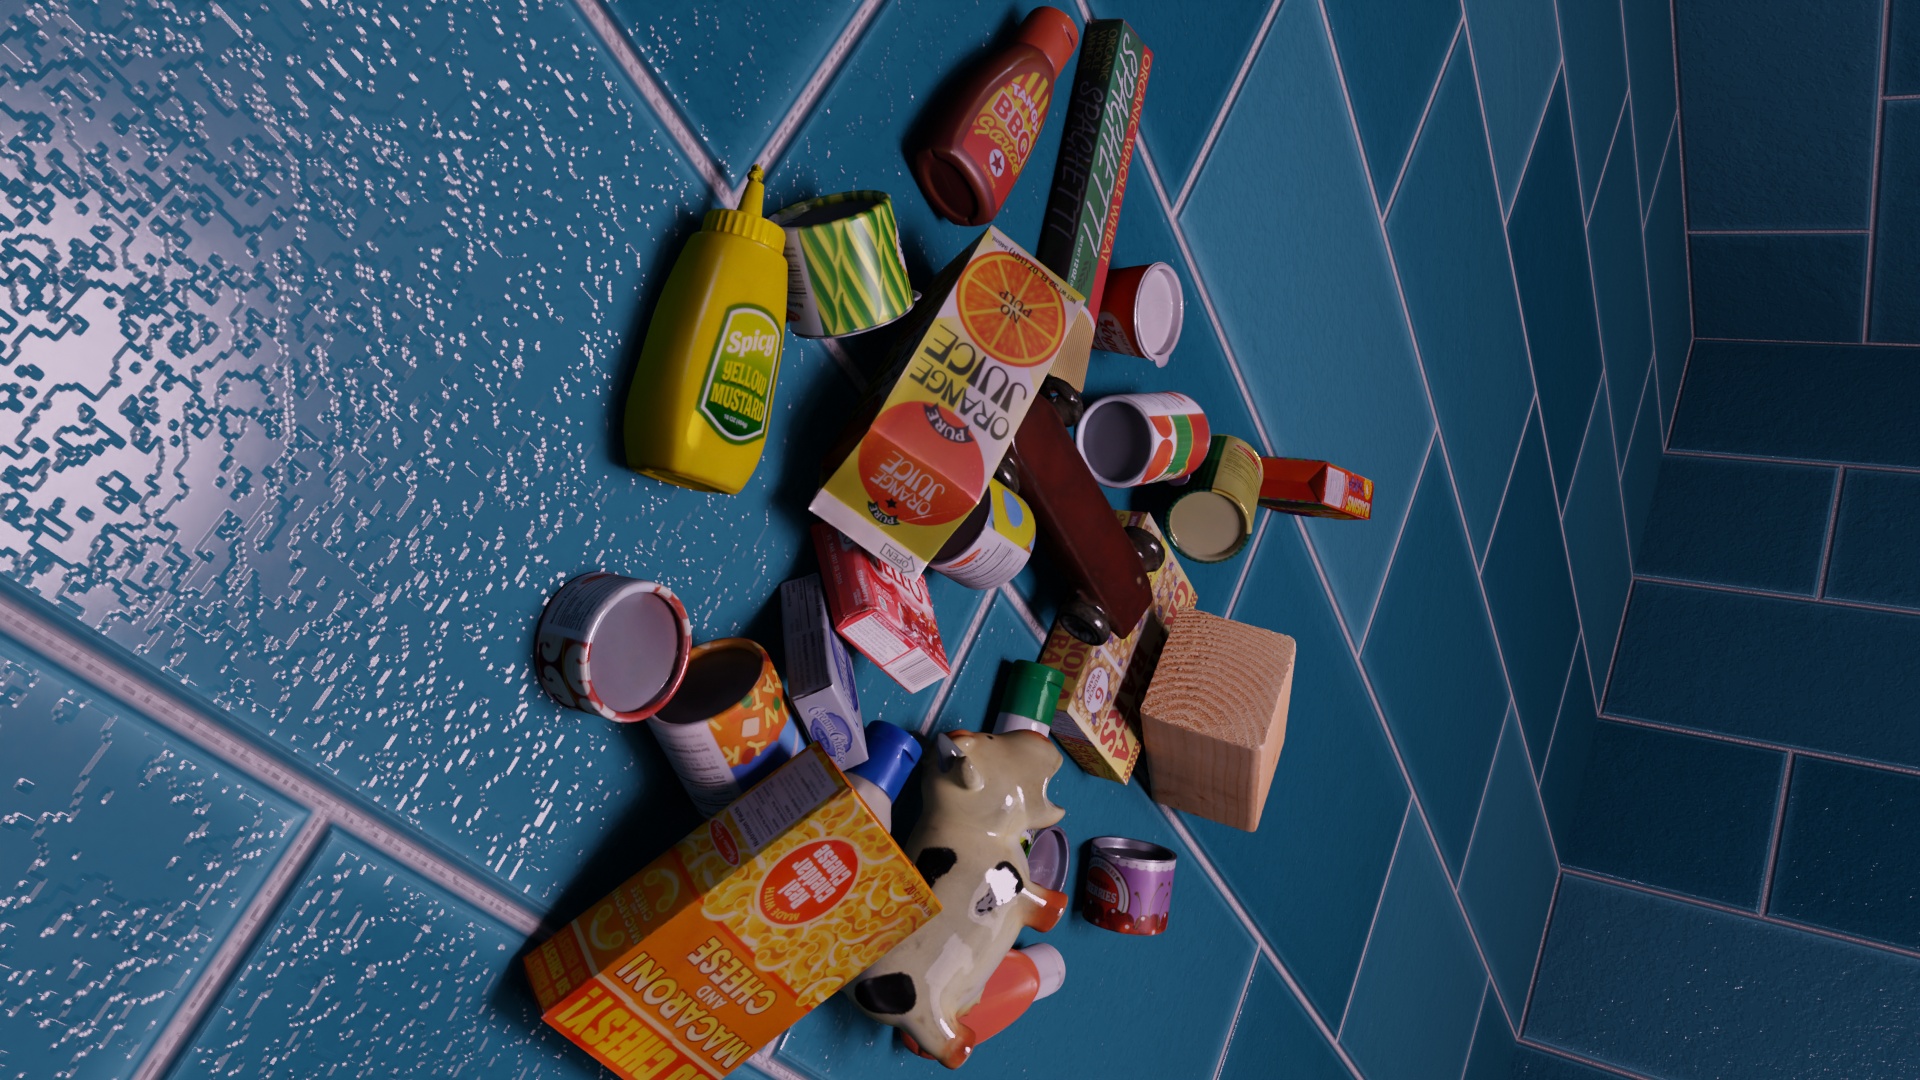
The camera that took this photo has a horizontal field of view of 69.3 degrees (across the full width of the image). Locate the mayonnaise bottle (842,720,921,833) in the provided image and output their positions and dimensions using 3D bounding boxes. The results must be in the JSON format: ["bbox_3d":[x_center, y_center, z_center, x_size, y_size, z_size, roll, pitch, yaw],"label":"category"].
[{"bbox_3d":[-0.071,0.170,0.778,0.149,0.041,0.064,-59,138,-29],"label":"mayonnaise bottle"}]

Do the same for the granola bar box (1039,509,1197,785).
[{"bbox_3d":[0.115,0.078,1.028,0.124,0.039,0.166,52,55,-46],"label":"granola bar box"}]

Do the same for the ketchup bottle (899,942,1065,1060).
[{"bbox_3d":[0.019,0.300,0.932,0.149,0.043,0.064,8,90,-55],"label":"ketchup bottle"}]

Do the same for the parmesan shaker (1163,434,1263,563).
[{"bbox_3d":[0.193,-0.034,1.071,0.103,0.071,0.071,-57,142,-59],"label":"parmesan shaker"}]

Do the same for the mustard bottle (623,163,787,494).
[{"bbox_3d":[-0.113,-0.104,0.658,0.065,0.049,0.160,20,80,-56],"label":"mustard bottle"}]

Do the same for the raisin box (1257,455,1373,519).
[{"bbox_3d":[0.306,-0.046,1.235,0.123,0.086,0.040,10,87,-55],"label":"raisin box"}]

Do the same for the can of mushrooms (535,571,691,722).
[{"bbox_3d":[-0.157,0.051,0.640,0.071,0.033,0.071,-15,108,-54],"label":"can of mushrooms"}]

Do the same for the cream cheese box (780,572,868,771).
[{"bbox_3d":[-0.072,0.067,0.721,0.104,0.024,0.053,-107,176,-57],"label":"cream cheese box"}]

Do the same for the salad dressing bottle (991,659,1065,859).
[{"bbox_3d":[0.033,0.154,0.921,0.064,0.044,0.148,29,72,-45],"label":"salad dressing bottle"}]

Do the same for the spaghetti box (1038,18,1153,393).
[{"bbox_3d":[0.084,-0.225,0.933,0.050,0.028,0.250,21,79,-55],"label":"spaghetti box"}]

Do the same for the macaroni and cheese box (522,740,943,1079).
[{"bbox_3d":[-0.104,0.189,0.670,0.167,0.040,0.123,-36,133,-8],"label":"macaroni and cheese box"}]

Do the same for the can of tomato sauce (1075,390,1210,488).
[{"bbox_3d":[0.131,-0.071,0.997,0.083,0.071,0.071,-11,105,-53],"label":"can of tomato sauce"}]

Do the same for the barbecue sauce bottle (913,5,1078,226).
[{"bbox_3d":[0.025,-0.259,0.830,0.149,0.043,0.064,-62,140,-27],"label":"barbecue sauce bottle"}]

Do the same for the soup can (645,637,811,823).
[{"bbox_3d":[-0.109,0.098,0.688,0.072,0.071,0.083,-50,134,-37],"label":"soup can"}]

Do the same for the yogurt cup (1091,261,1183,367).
[{"bbox_3d":[0.117,-0.160,0.971,0.072,0.054,0.072,-16,109,-53],"label":"yogurt cup"}]

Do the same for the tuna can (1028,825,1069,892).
[{"bbox_3d":[0.045,0.229,0.964,0.071,0.033,0.071,-15,109,-53],"label":"tuna can"}]

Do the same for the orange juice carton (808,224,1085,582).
[{"bbox_3d":[-0.011,-0.073,0.766,0.072,0.073,0.193,35,63,-15],"label":"orange juice carton"}]

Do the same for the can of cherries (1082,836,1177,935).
[{"bbox_3d":[0.126,0.263,1.060,0.071,0.071,0.058,6,93,-55],"label":"can of cherries"}]

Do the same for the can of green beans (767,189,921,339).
[{"bbox_3d":[-0.062,-0.142,0.709,0.071,0.071,0.057,-40,128,-44],"label":"can of green beans"}]

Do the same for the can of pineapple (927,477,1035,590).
[{"bbox_3d":[0.003,-0.010,0.829,0.058,0.071,0.071,32,71,-54],"label":"can of pineapple"}]
